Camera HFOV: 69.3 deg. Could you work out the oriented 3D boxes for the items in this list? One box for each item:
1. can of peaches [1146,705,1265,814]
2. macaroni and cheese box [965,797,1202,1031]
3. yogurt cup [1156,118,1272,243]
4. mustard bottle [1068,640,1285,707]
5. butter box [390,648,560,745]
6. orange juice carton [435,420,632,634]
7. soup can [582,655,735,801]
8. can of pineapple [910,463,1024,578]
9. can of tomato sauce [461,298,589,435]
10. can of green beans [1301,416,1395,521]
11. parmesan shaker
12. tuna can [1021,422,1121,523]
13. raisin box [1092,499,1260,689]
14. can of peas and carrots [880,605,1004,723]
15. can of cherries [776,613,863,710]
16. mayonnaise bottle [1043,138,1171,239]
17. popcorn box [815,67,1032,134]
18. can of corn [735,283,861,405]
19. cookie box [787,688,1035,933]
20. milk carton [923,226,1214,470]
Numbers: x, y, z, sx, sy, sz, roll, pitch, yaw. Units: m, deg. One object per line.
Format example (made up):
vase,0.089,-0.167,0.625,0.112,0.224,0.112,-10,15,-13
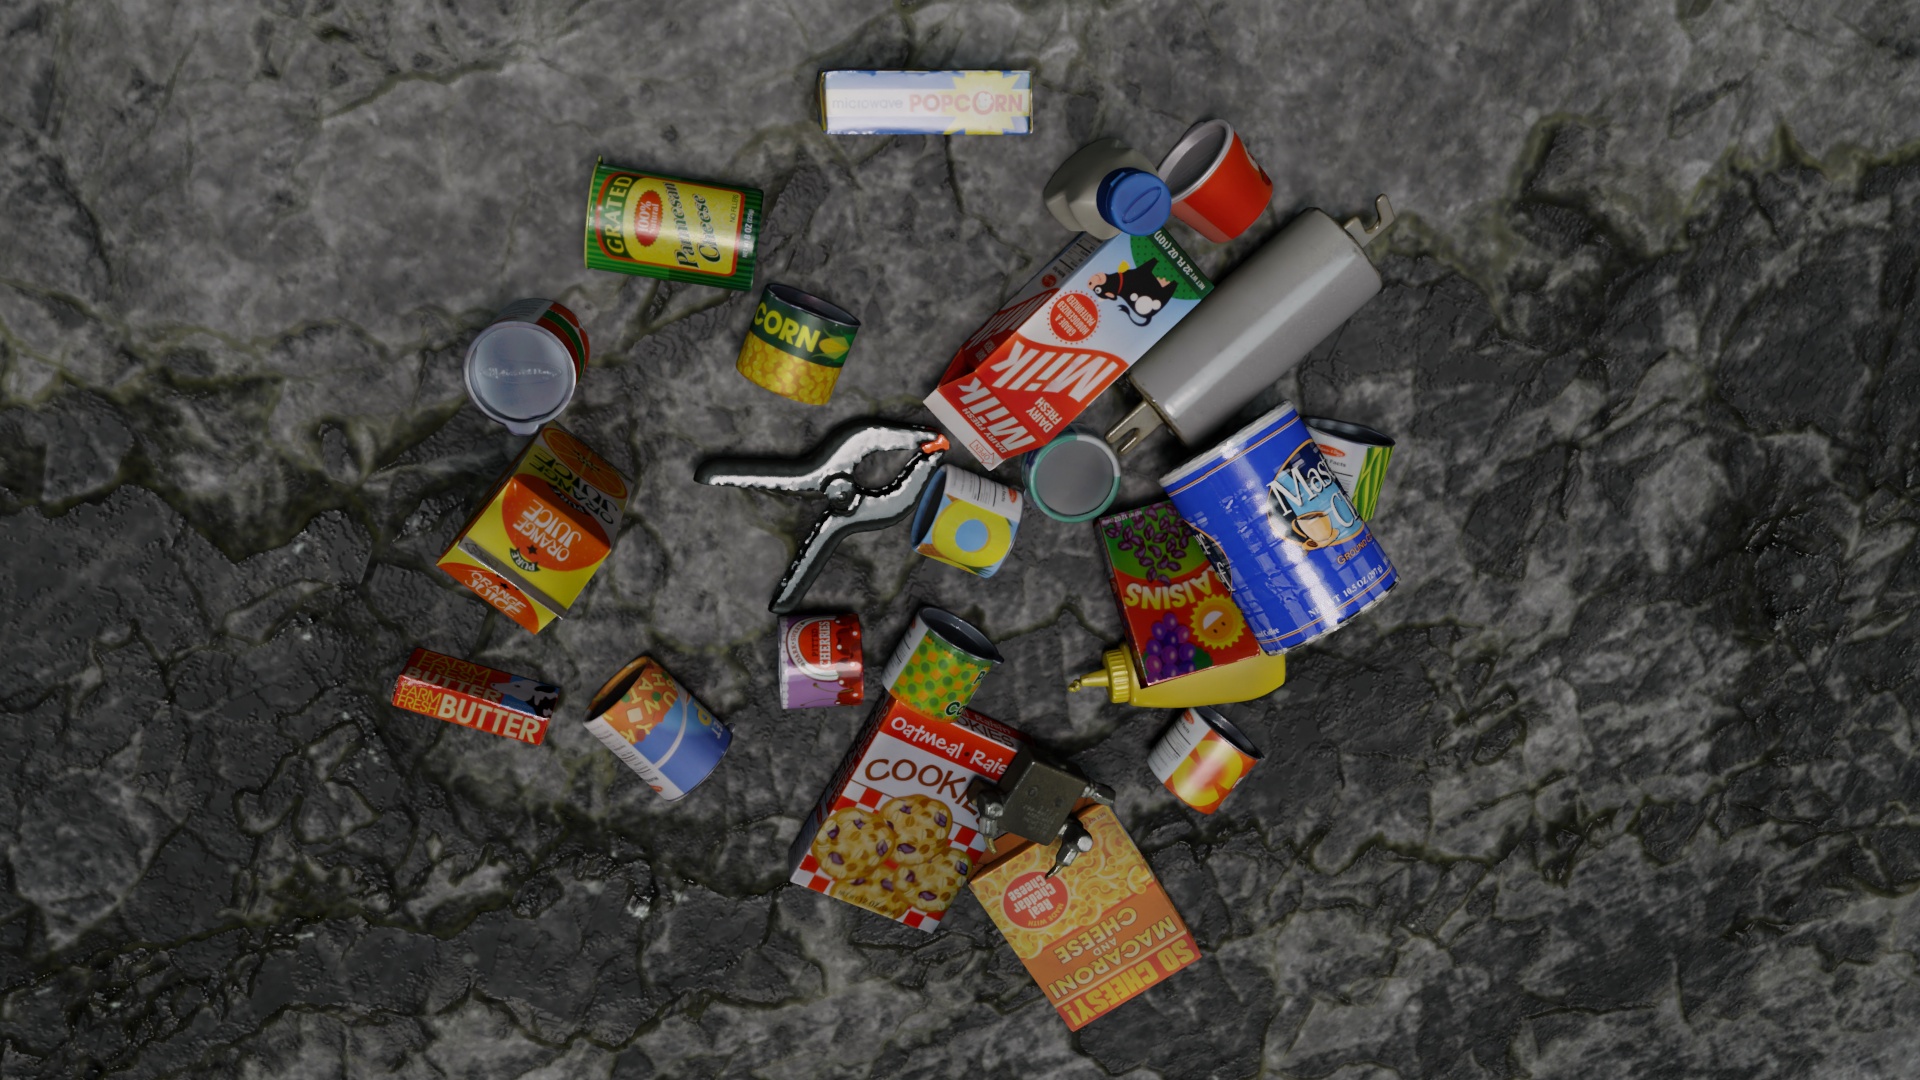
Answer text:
can of peaches,0.184,0.165,1.047,0.071,0.071,0.058,35,102,-18
macaroni and cheese box,0.097,0.288,1.091,0.124,0.040,0.166,-31,110,3
yogurt cup,0.167,-0.232,0.910,0.054,0.072,0.072,36,101,-26
mustard bottle,0.157,0.092,1.028,0.160,0.049,0.065,-8,106,-5
butter box,-0.333,0.108,0.959,0.103,0.053,0.024,19,104,-14
orange juice carton,-0.260,-0.006,0.855,0.071,0.193,0.073,40,99,-18
soup can,-0.211,0.130,0.979,0.071,0.071,0.083,-40,109,7
can of pineapple,0.003,-0.012,0.960,0.058,0.071,0.070,21,105,-14
can of tomato sauce,-0.271,-0.111,0.876,0.071,0.083,0.071,-3,110,-7
can of green beans,0.267,-0.051,0.985,0.071,0.071,0.057,8,109,-11
parmesan shaker,-0.178,-0.198,0.870,0.103,0.071,0.071,6,108,-11
tuna can,0.076,-0.046,0.976,0.071,0.033,0.070,-3,109,-8
raisin box,0.152,0.035,0.986,0.086,0.040,0.123,-15,82,-4
can of peas and carrots,-0.013,0.090,0.992,0.071,0.071,0.058,28,104,-16
can of cherries,-0.099,0.084,0.976,0.058,0.072,0.071,-2,109,-8
mayonnaise bottle,0.093,-0.215,0.859,0.064,0.148,0.041,-41,110,7
popcorn box,-0.024,-0.271,0.856,0.127,0.085,0.038,-2,109,-7
can of corn,-0.107,-0.127,0.902,0.071,0.071,0.058,20,106,-14
cookie box,-0.036,0.200,1.041,0.123,0.040,0.167,26,104,-18
milk carton,0.067,-0.133,0.923,0.190,0.074,0.072,-42,110,7
